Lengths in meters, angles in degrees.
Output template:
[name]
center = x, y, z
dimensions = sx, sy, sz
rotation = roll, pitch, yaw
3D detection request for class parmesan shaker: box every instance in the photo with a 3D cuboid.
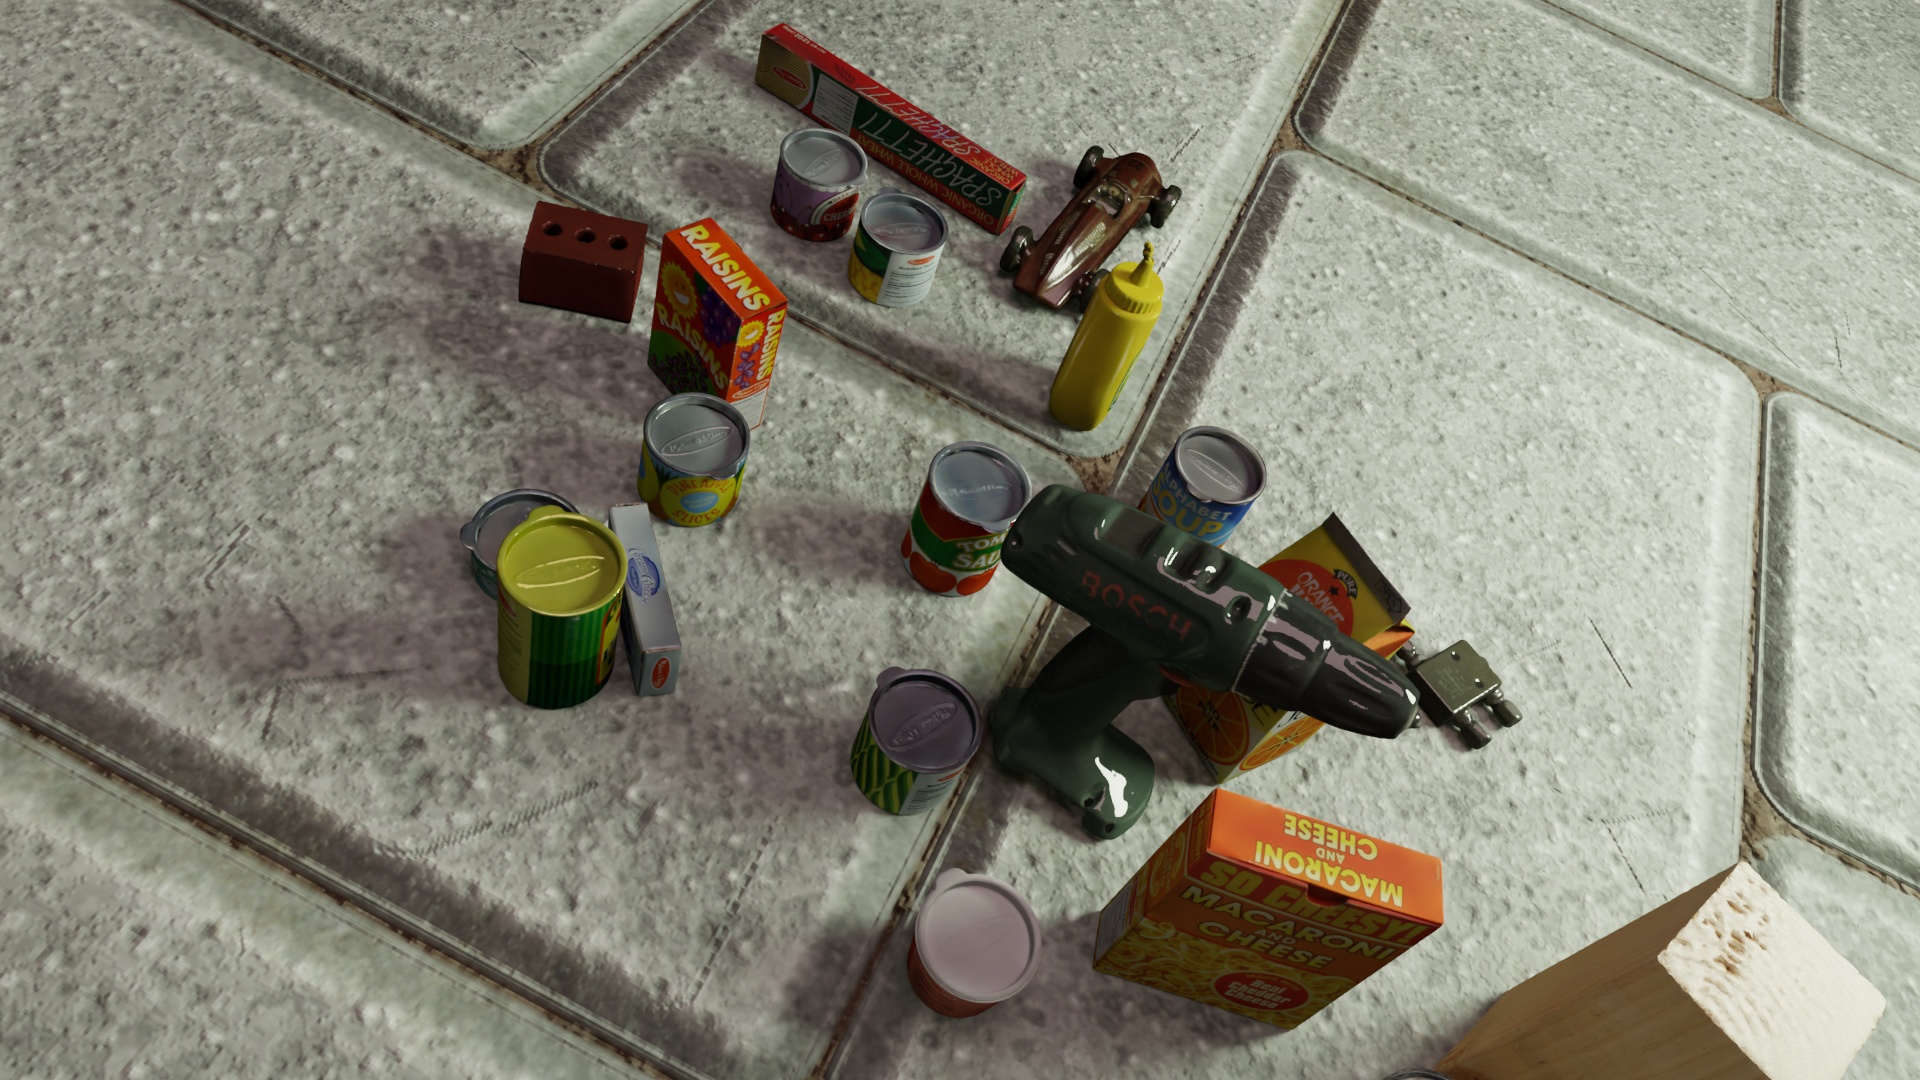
[parmesan shaker]
center = -0.222, 0.038, 0.768
dimensions = 0.071, 0.102, 0.071
rotation = 9, 53, -12

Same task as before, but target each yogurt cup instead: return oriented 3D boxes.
[yogurt cup]
center = 0.004, 0.219, 0.739
dimensions = 0.072, 0.053, 0.073
rotation = 9, 53, -12

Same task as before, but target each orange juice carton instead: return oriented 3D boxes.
[orange juice carton]
center = 0.199, 0.064, 0.829
dimensions = 0.073, 0.191, 0.072
rotation = -17, 62, -28

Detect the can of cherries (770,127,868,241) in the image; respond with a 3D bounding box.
[can of cherries]
center = -0.107, -0.270, 1.061
dimensions = 0.071, 0.058, 0.072
rotation = 9, 53, -12

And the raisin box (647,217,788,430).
[raisin box]
center = -0.159, -0.135, 0.903
dimensions = 0.040, 0.122, 0.086
rotation = -29, 68, -33

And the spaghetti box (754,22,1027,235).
[spaghetti box]
center = -0.058, -0.335, 1.130
dimensions = 0.250, 0.050, 0.029
rotation = 34, 52, 8

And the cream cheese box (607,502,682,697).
[cream cheese box]
center = -0.187, 0.034, 0.814
dimensions = 0.024, 0.053, 0.104
rotation = -7, 57, -22

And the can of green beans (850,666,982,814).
[can of green beans]
center = -0.027, 0.117, 0.802
dimensions = 0.071, 0.057, 0.071
rotation = 9, 53, -12

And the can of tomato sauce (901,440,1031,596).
[can of tomato sauce]
center = 0.003, -0.011, 0.890
dimensions = 0.071, 0.082, 0.071
rotation = 9, 53, -12

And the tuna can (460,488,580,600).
[tuna can]
center = -0.259, 0.005, 0.825
dimensions = 0.071, 0.032, 0.071
rotation = 9, 53, -12

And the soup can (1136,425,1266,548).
[soup can]
center = 0.161, -0.026, 0.952
dimensions = 0.071, 0.083, 0.072
rotation = 9, 53, -12

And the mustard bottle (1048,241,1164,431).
[mustard bottle]
center = 0.107, -0.146, 0.974
dimensions = 0.049, 0.159, 0.066
rotation = 25, 51, 1

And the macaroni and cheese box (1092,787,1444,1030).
[macaroni and cheese box]
center = 0.156, 0.200, 0.732
dimensions = 0.124, 0.165, 0.040
rotation = 18, 52, -5

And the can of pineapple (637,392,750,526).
[can of pineapple]
center = -0.169, -0.049, 0.878
dimensions = 0.071, 0.057, 0.071
rotation = 9, 53, -12

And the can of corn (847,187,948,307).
[can of corn]
center = -0.049, -0.220, 1.043
dimensions = 0.071, 0.058, 0.071
rotation = 9, 53, -12
